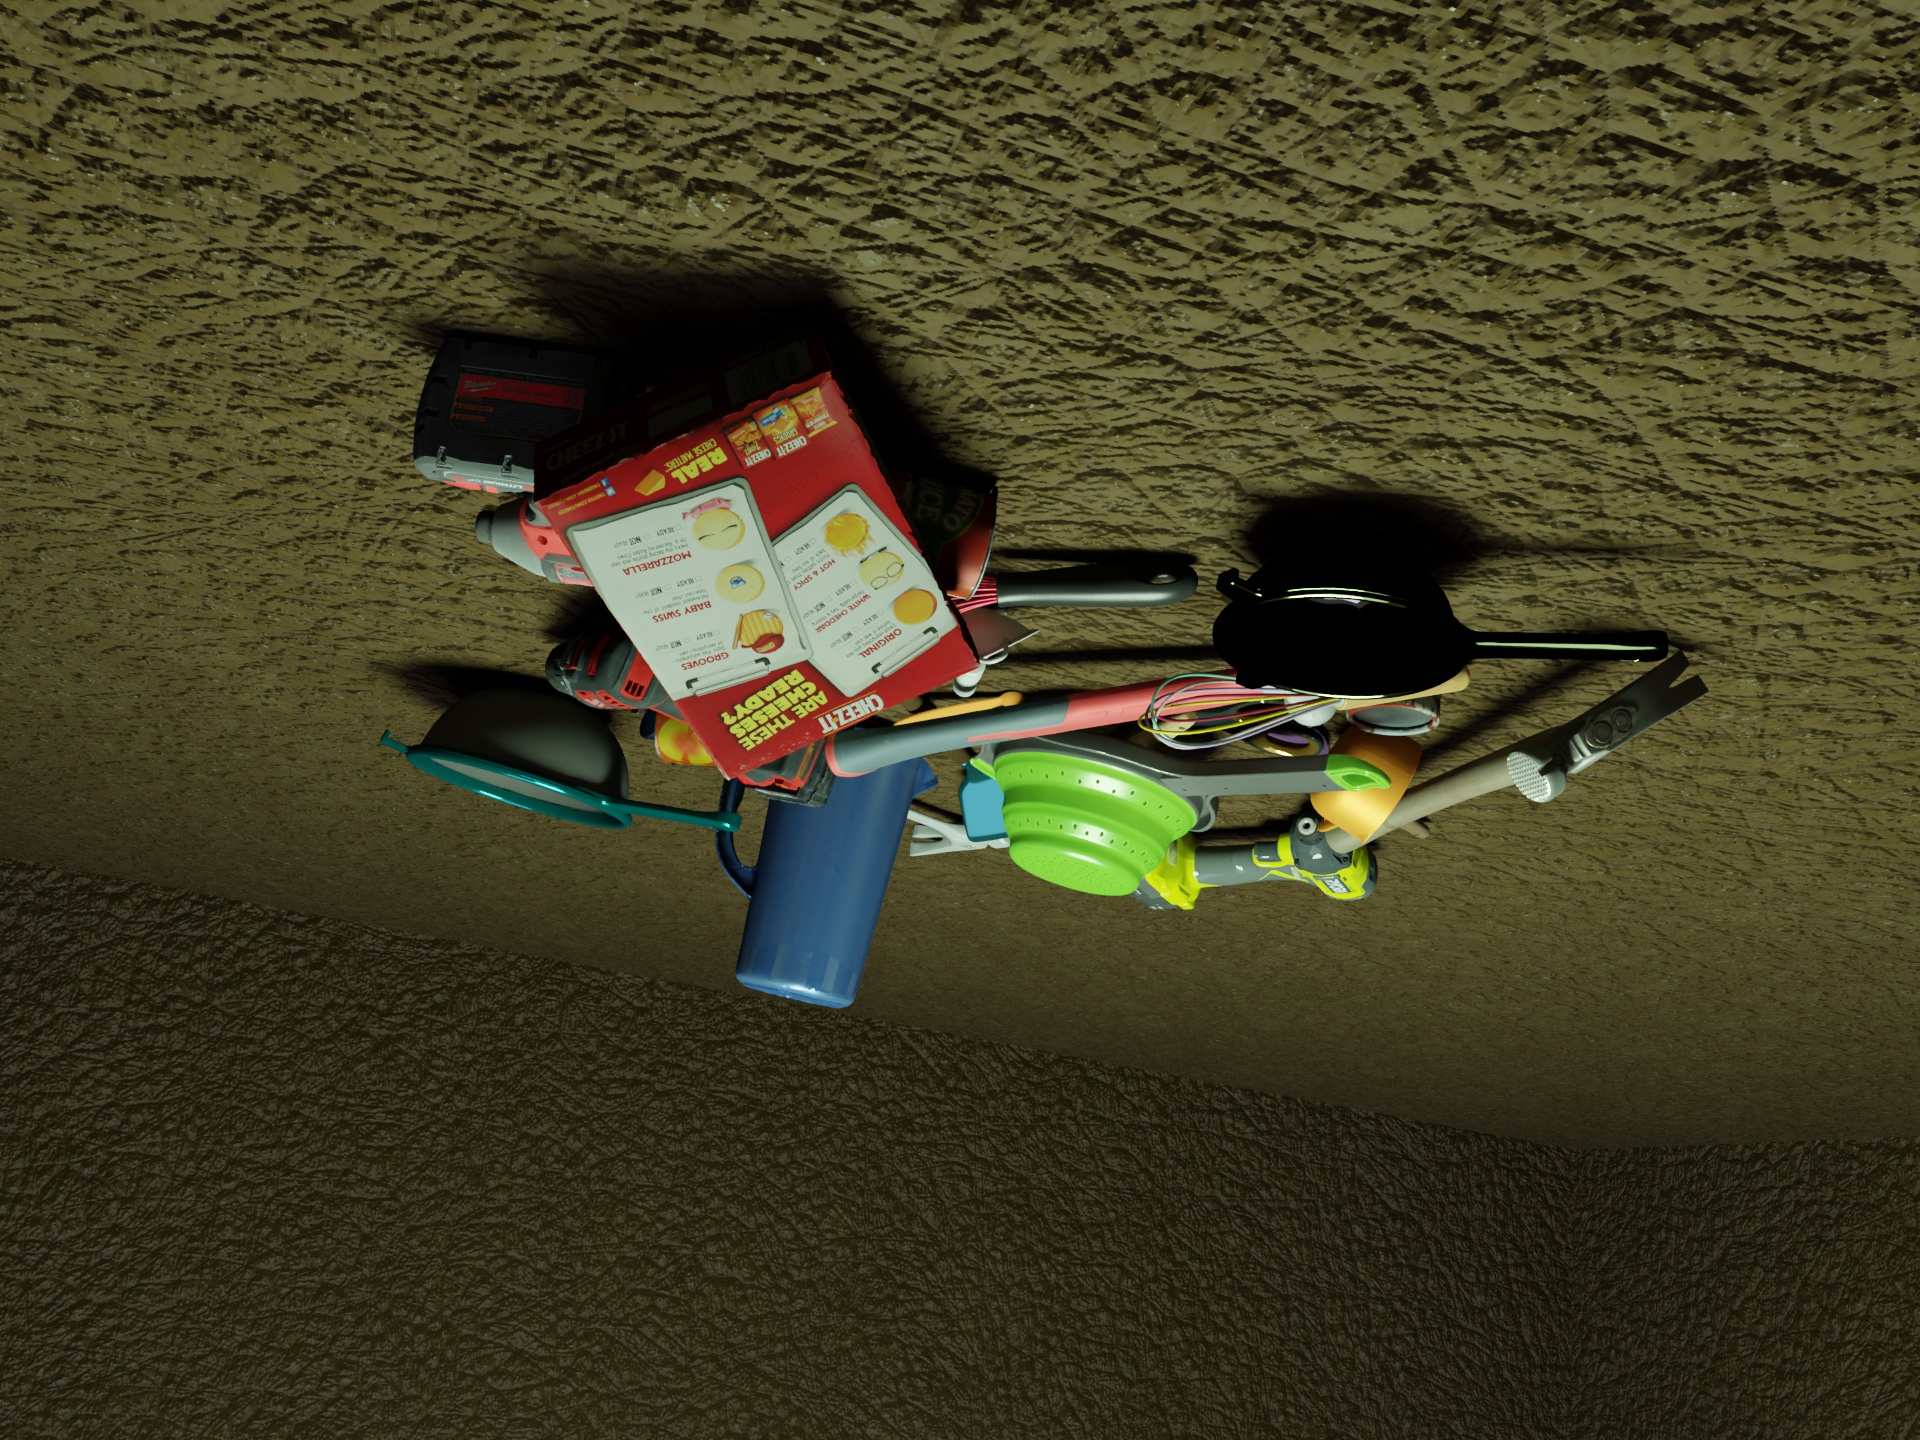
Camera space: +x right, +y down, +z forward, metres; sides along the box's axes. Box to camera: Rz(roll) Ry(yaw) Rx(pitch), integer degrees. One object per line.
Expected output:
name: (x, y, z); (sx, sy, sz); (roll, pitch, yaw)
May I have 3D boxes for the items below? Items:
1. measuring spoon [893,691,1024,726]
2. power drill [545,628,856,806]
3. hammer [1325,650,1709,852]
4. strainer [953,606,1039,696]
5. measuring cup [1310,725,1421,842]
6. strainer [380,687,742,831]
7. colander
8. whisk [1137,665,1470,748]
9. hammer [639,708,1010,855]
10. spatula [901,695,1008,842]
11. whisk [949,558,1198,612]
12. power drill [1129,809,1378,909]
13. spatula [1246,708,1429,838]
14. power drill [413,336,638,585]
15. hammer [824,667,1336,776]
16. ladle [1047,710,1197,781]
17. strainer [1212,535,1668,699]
measuring spoon: (-0.002, -0.004, 1.307); (0.117, 0.011, 0.021); (-14, 149, 19)
power drill: (-0.219, -0.010, 1.283); (0.226, 0.080, 0.188); (26, 168, -30)
hammer: (0.383, 0.044, 1.192); (0.146, 0.038, 0.410); (-29, 174, -15)
strainer: (0.007, -0.044, 1.154); (0.087, 0.050, 0.258); (-24, 174, -6)
measuring cup: (0.301, 0.054, 1.262); (0.052, 0.095, 0.173); (32, 161, -1)
strainer: (-0.336, 0.033, 1.442); (0.340, 0.095, 0.210); (8, 164, 24)
colander: (0.157, 0.080, 1.254); (0.204, 0.094, 0.397); (31, 158, -35)
whisk: (0.232, -0.017, 1.069); (0.245, 0.051, 0.047); (-9, 172, -17)
hammer: (-0.134, 0.064, 1.567); (0.405, 0.035, 0.144); (23, 156, -36)
spatula: (-0.004, 0.033, 1.406); (0.082, 0.044, 0.317); (-13, 154, 15)
whisk: (0.007, -0.084, 1.042); (0.296, 0.073, 0.073); (-2, 159, 13)
power drill: (0.269, 0.128, 1.518); (0.223, 0.080, 0.171); (-5, 158, 26)
spatula: (0.323, 0.047, 1.341); (0.060, 0.018, 0.315); (-6, 156, 40)
power drill: (-0.246, -0.141, 0.965); (0.143, 0.079, 0.219); (8, 164, 2)
hammer: (0.070, -0.011, 1.167); (0.386, 0.038, 0.143); (-10, 154, 21)
ladle: (0.130, 0.033, 1.344); (0.069, 0.031, 0.315); (16, 162, -13)
strainer: (0.281, -0.069, 0.943); (0.256, 0.069, 0.151); (2, 158, 16)
